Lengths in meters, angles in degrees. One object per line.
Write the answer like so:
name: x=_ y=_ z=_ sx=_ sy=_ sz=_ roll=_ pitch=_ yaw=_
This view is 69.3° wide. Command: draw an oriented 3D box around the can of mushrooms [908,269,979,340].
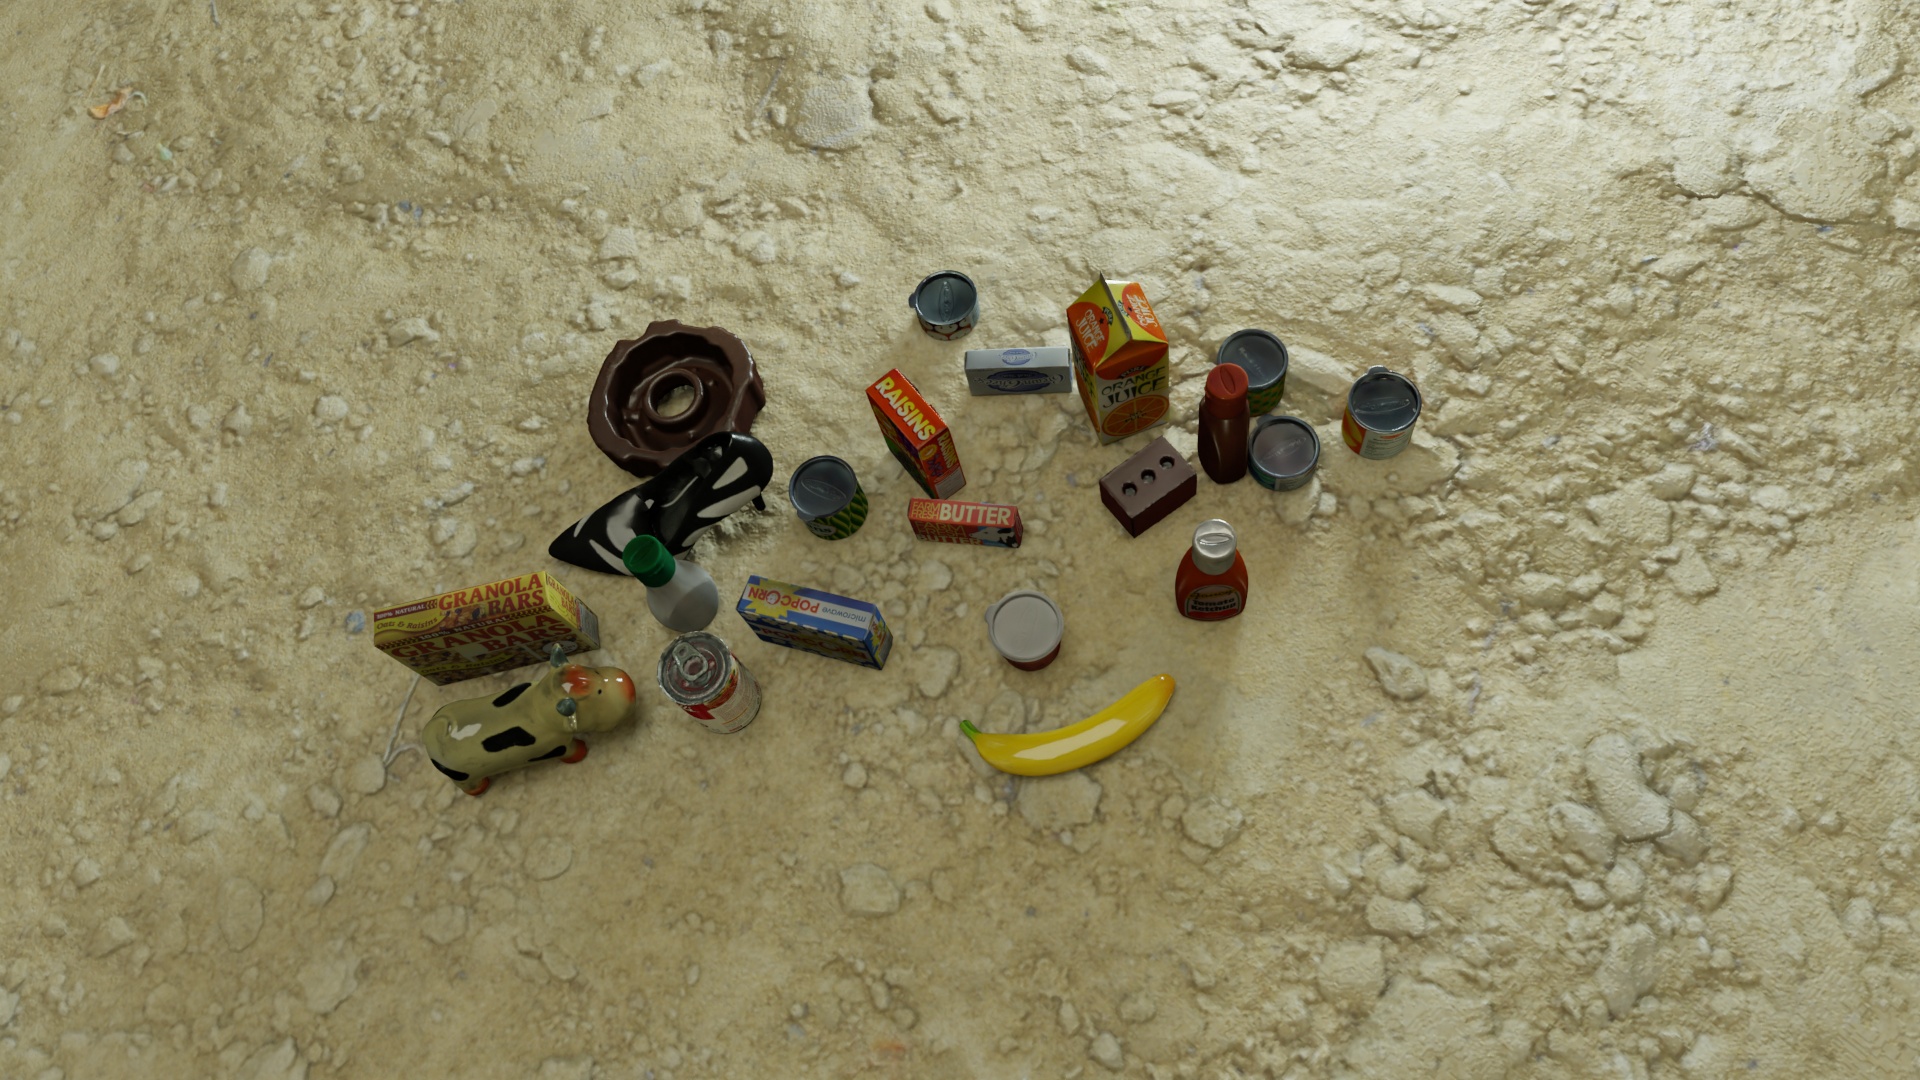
can of mushrooms: x=-0.016 y=-0.241 z=1.425 sx=0.071 sy=0.033 sz=0.071 roll=-3 pitch=66 yaw=7

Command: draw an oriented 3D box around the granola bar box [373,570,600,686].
granola bar box: x=-0.439 y=0.083 z=1.297 sx=0.165 sy=0.123 sz=0.039 roll=-13 pitch=66 yaw=3

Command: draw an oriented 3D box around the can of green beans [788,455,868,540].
can of green beans: x=-0.127 y=-0.040 z=1.340 sx=0.071 sy=0.057 sz=0.071 roll=-3 pitch=66 yaw=7

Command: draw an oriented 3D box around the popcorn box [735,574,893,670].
popcorn box: x=-0.132 y=0.076 z=1.275 sx=0.127 sy=0.085 sz=0.038 roll=13 pitch=70 yaw=14

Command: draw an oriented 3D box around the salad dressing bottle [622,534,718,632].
salad dressing bottle: x=-0.267 y=0.039 z=1.277 sx=0.044 sy=0.147 sz=0.064 roll=39 pitch=78 yaw=21

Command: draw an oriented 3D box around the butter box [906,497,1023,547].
butter box: x=0.005 y=-0.016 z=1.312 sx=0.103 sy=0.053 sz=0.024 roll=5 pitch=68 yaw=11

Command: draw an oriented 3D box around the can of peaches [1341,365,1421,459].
can of peaches: x=0.391 y=-0.118 z=1.296 sx=0.071 sy=0.058 sz=0.071 roll=-3 pitch=66 yaw=7

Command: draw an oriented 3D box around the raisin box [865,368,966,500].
raisin box: x=-0.040 y=-0.097 z=1.316 sx=0.040 sy=0.123 sz=0.086 roll=-37 pitch=66 yaw=-7

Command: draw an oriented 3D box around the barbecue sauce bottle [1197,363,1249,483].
barbecue sauce bottle: x=0.240 y=-0.109 z=1.265 sx=0.044 sy=0.148 sz=0.065 roll=-17 pitch=65 yaw=2

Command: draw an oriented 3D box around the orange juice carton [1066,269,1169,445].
orange juice carton: x=0.147 y=-0.170 z=1.282 sx=0.073 sy=0.192 sz=0.072 roll=-20 pitch=65 yaw=0

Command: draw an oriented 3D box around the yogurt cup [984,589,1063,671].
yogurt cup: x=0.061 y=0.085 z=1.259 sx=0.072 sy=0.053 sz=0.072 roll=-3 pitch=66 yaw=7

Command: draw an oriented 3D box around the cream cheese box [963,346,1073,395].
cream cheese box: x=0.058 y=-0.167 z=1.370 sx=0.104 sy=0.053 sz=0.024 roll=-1 pitch=67 yaw=8

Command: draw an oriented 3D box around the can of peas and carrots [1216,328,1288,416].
can of peas and carrots: x=0.277 y=-0.158 z=1.330 sx=0.071 sy=0.058 sz=0.071 roll=-3 pitch=66 yaw=7

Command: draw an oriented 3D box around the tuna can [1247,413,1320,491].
tuna can: x=0.302 y=-0.083 z=1.308 sx=0.071 sy=0.032 sz=0.071 roll=-3 pitch=66 yaw=7

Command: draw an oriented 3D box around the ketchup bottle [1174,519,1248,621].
ketchup bottle: x=0.219 y=0.026 z=1.208 sx=0.065 sy=0.148 sz=0.044 roll=-4 pitch=66 yaw=7
